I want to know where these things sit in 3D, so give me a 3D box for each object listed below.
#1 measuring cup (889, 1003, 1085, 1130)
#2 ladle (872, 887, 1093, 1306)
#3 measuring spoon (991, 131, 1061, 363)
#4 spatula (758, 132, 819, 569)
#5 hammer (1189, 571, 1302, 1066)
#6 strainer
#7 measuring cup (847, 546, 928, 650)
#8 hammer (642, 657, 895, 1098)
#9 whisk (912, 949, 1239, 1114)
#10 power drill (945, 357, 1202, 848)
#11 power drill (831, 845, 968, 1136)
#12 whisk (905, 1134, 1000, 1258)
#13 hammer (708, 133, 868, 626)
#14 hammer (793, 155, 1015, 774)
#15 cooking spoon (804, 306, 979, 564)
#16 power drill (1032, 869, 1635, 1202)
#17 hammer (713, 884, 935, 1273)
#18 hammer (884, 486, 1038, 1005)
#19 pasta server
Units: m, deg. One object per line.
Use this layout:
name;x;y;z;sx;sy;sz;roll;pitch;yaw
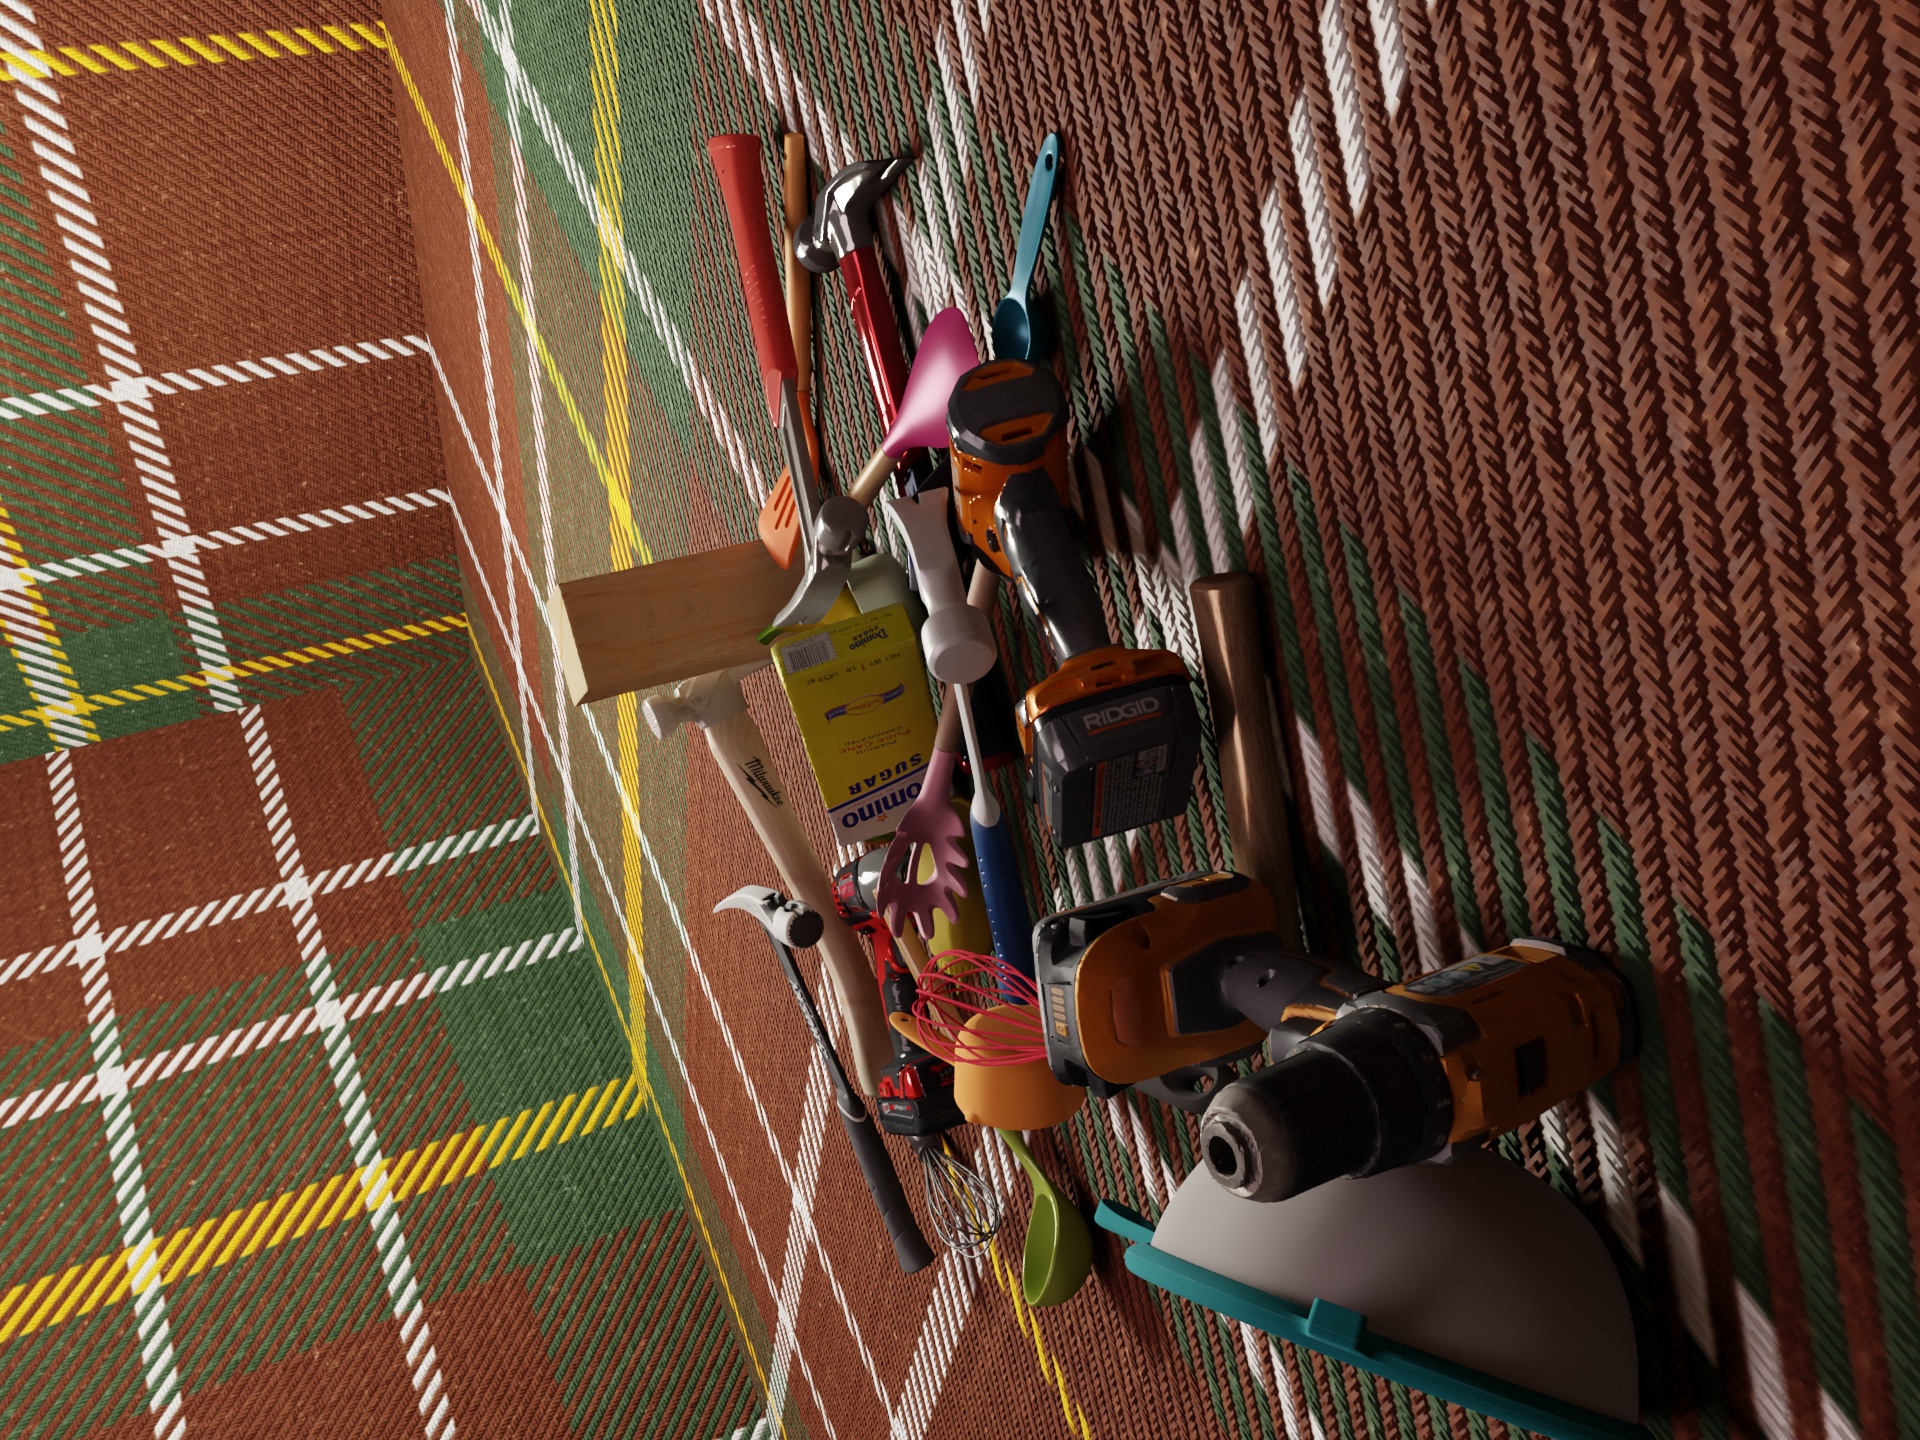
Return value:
measuring cup;0.010;0.215;1.082;0.174;0.095;0.052;21;119;43
ladle;0.005;0.267;1.147;0.320;0.062;0.078;61;160;9
measuring spoon;0.043;-0.244;0.839;0.042;0.021;0.128;52;140;44
spatula;-0.128;-0.269;1.183;0.081;0.041;0.322;-125;30;-49
hammer;0.152;0.092;0.776;0.130;0.031;0.331;16;119;65
strainer;0.156;0.219;0.703;0.340;0.211;0.095;-12;56;68
measuring cup;-0.055;-0.101;1.134;0.083;0.038;0.168;62;-175;-31
hammer;-0.124;0.139;1.386;0.410;0.146;0.038;65;158;-2
whisk;0.057;0.184;0.924;0.296;0.073;0.073;3;107;57
power drill;0.051;-0.054;0.832;0.164;0.084;0.227;83;170;-64
power drill;-0.038;0.206;1.244;0.143;0.078;0.220;147;109;-66
whisk;-0.026;0.372;1.362;0.239;0.055;0.055;-136;36;-58
hammer;-0.129;-0.249;1.103;0.149;0.036;0.359;131;130;-60
hammer;-0.023;-0.156;1.015;0.143;0.038;0.386;-12;94;66
cooking spoon;-0.051;-0.160;1.003;0.319;0.017;0.069;-42;63;62
power drill;0.119;0.124;0.636;0.226;0.185;0.084;4;104;56
hammer;-0.104;0.315;1.364;0.149;0.036;0.408;14;129;54
hammer;0.013;0.041;0.935;0.405;0.035;0.144;78;178;-49
pasta server;-0.002;-0.003;0.992;0.040;0.060;0.316;-113;32;-59
